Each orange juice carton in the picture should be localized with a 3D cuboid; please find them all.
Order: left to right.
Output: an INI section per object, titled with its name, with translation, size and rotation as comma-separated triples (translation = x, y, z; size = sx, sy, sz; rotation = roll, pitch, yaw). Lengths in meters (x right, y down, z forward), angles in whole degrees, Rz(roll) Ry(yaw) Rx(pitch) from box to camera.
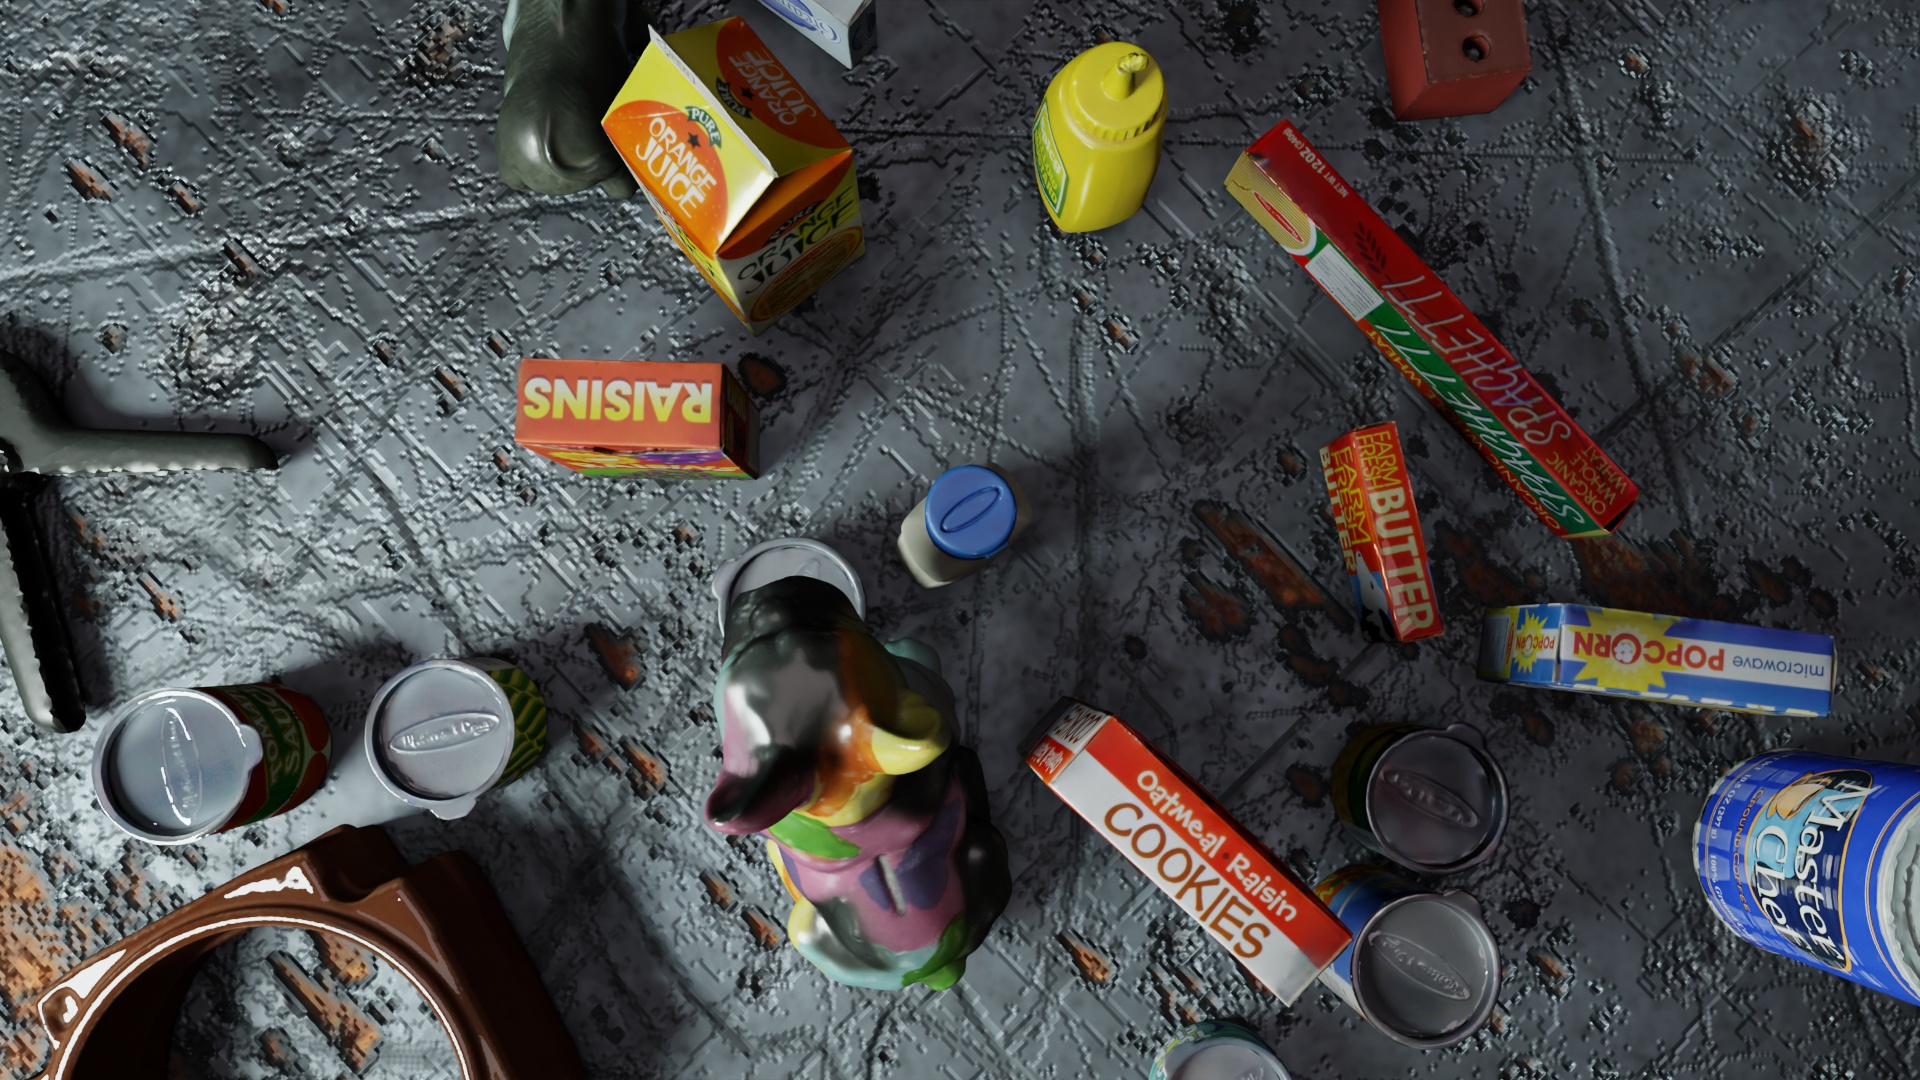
[orange juice carton]
translation = -0.093, -0.155, 0.598
size = 0.073, 0.192, 0.072
rotation = -39, 88, -4

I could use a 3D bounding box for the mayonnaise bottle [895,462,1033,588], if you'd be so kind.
[mayonnaise bottle]
translation = 0.002, -0.008, 0.612
size = 0.065, 0.148, 0.041
rotation = -35, 88, -4

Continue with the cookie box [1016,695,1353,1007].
[cookie box]
translation = 0.087, 0.123, 0.595
size = 0.123, 0.167, 0.040
rotation = 42, 86, 1

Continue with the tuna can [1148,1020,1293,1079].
[tuna can]
translation = 0.121, 0.261, 0.652
size = 0.071, 0.033, 0.071
rotation = 0, 85, -2

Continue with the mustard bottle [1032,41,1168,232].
[mustard bottle]
translation = 0.063, -0.186, 0.622
size = 0.049, 0.160, 0.065
rotation = -16, 87, -3

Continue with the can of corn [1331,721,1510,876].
[can of corn]
translation = 0.216, 0.117, 0.654
size = 0.071, 0.058, 0.071
rotation = 0, 86, -2

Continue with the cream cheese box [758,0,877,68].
[cream cheese box]
translation = -0.087, -0.279, 0.678
size = 0.104, 0.053, 0.024
rotation = 37, 86, 1

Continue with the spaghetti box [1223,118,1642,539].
[spaghetti box]
translation = 0.227, -0.100, 0.676
size = 0.029, 0.050, 0.250
rotation = -43, 88, -4

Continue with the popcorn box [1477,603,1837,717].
[popcorn box]
translation = 0.321, 0.056, 0.649
size = 0.127, 0.085, 0.038
rotation = 7, 86, -1

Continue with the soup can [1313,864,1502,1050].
[soup can]
translation = 0.200, 0.185, 0.635
size = 0.071, 0.083, 0.071
rotation = 0, 86, -2

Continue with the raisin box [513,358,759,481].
[raisin box]
translation = -0.140, -0.051, 0.623
size = 0.086, 0.123, 0.040
rotation = 2, 86, -2

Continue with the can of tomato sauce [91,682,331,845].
[can of tomato sauce]
translation = -0.331, 0.097, 0.625
size = 0.071, 0.083, 0.071
rotation = 0, 86, -2

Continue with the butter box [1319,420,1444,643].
[butter box]
translation = 0.201, -0.002, 0.666
size = 0.024, 0.053, 0.103
rotation = -12, 86, -3

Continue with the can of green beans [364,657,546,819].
[can of green beans]
translation = -0.231, 0.087, 0.642
size = 0.071, 0.058, 0.071
rotation = 0, 86, -2

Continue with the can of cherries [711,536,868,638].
[can of cherries]
translation = -0.079, 0.031, 0.651
size = 0.071, 0.058, 0.071
rotation = 0, 86, -2
